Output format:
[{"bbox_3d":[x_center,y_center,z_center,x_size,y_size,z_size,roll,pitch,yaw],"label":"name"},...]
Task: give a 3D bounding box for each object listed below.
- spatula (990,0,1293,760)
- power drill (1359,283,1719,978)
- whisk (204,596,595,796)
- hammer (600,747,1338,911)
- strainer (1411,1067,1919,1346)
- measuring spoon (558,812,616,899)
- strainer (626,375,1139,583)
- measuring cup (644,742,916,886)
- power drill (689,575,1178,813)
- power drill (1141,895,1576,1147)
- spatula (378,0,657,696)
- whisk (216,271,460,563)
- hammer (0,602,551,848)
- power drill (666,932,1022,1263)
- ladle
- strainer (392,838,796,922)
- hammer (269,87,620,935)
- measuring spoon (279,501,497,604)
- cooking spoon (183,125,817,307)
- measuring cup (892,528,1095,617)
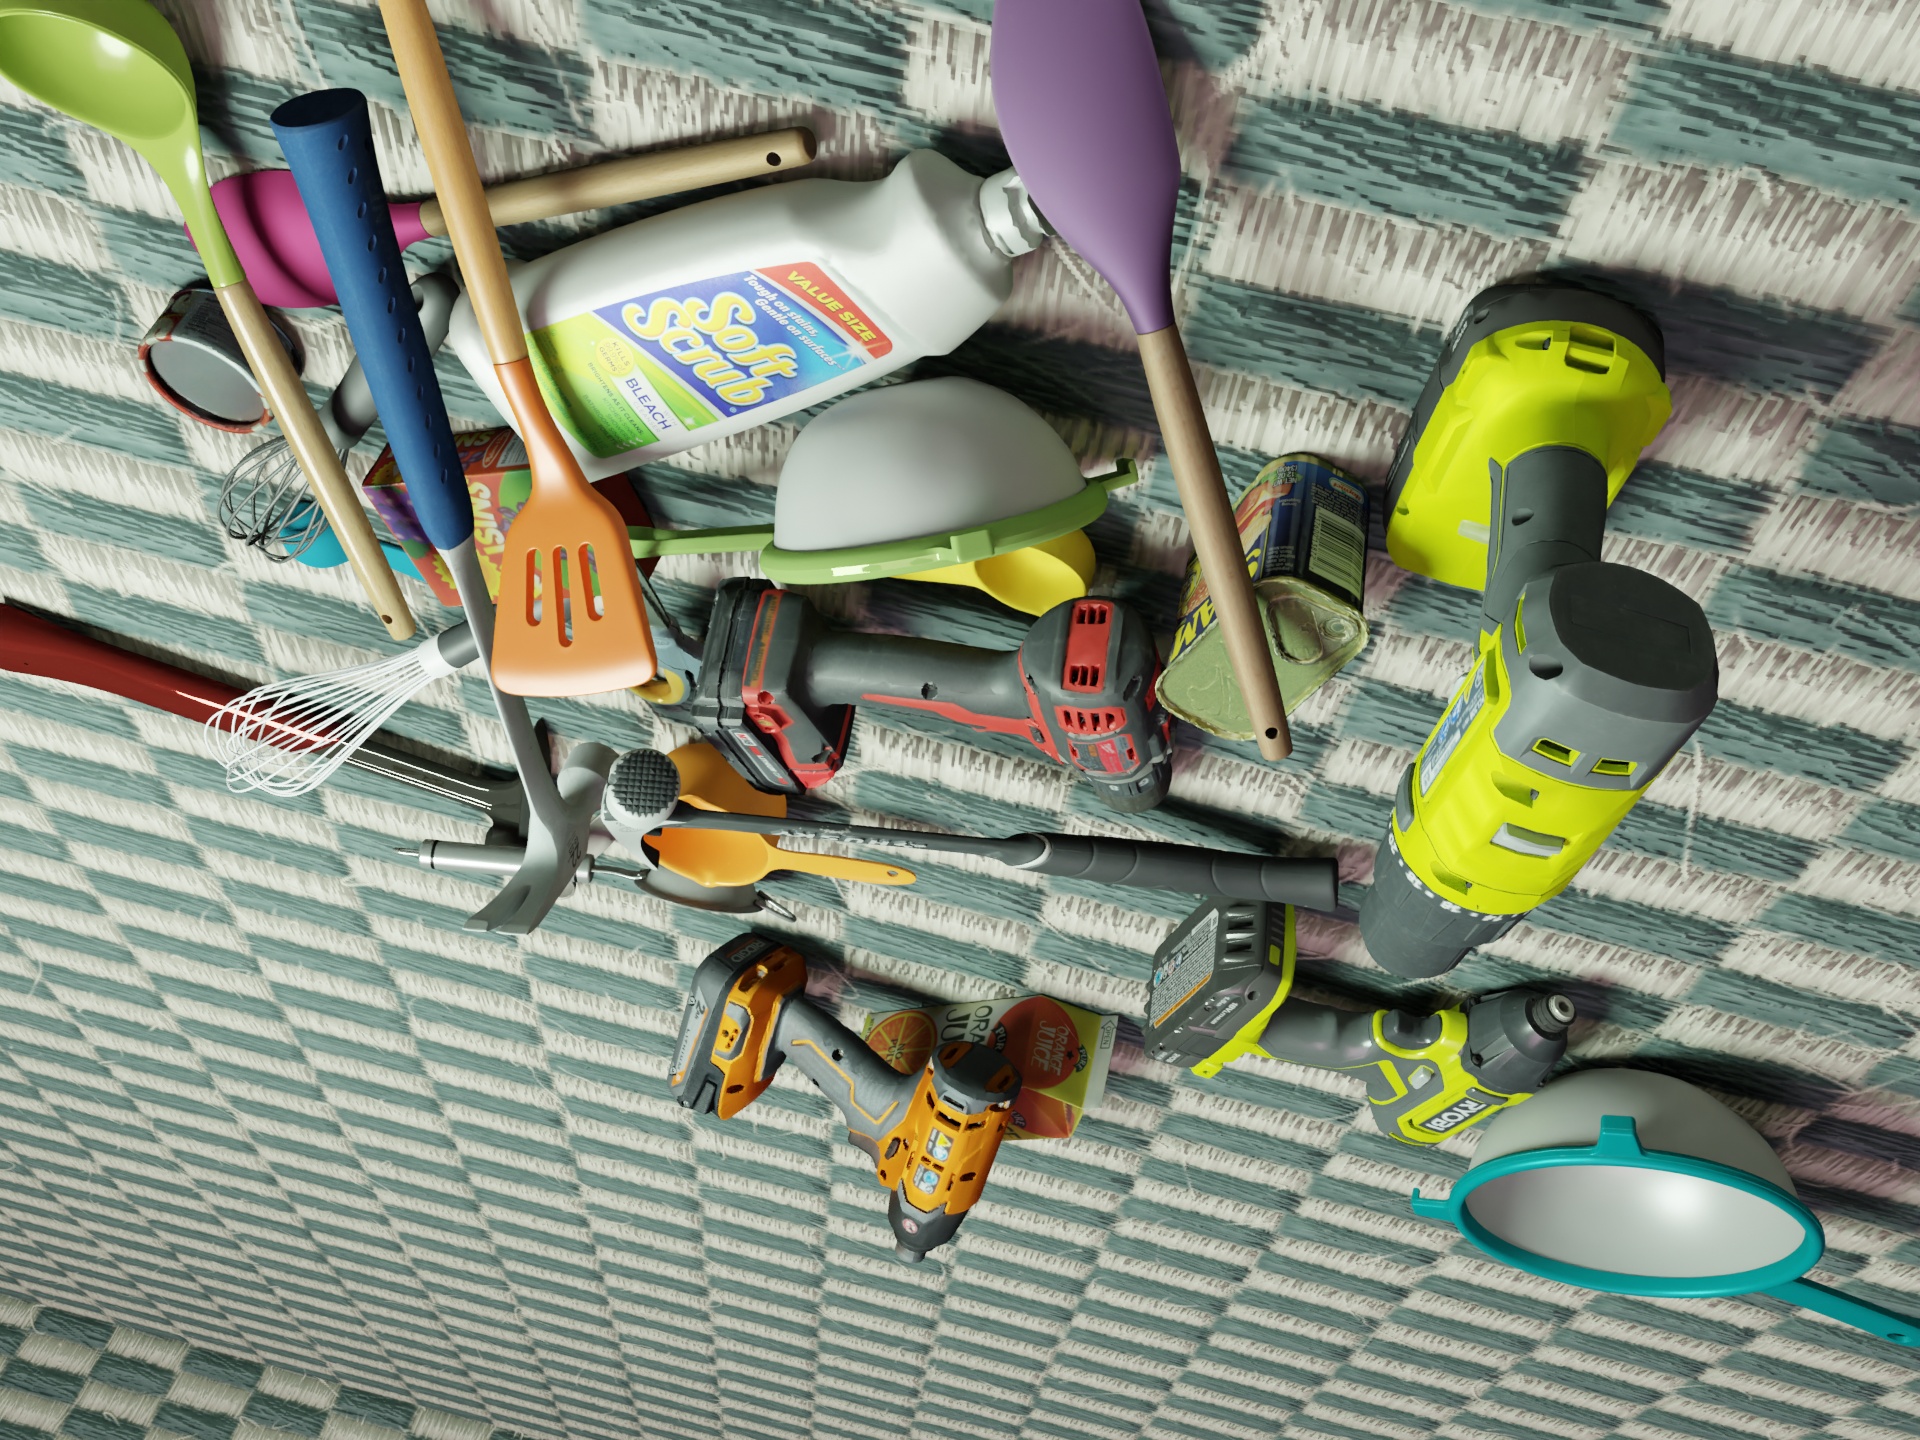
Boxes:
[{"bbox_3d":[0.079,-0.123,0.601,0.060,0.018,0.315,-15,112,15],"label":"spatula"},{"bbox_3d":[0.198,-0.031,0.585,0.080,0.229,0.190,15,142,1],"label":"power drill"},{"bbox_3d":[-0.314,-0.025,0.889,0.284,0.070,0.070,-24,128,22],"label":"whisk"},{"bbox_3d":[0.015,0.070,0.853,0.408,0.036,0.149,7,164,-12],"label":"hammer"},{"bbox_3d":[0.474,0.302,1.006,0.340,0.095,0.211,23,144,-12],"label":"strainer"},{"bbox_3d":[-0.251,0.084,1.062,0.034,0.018,0.124,33,132,-20],"label":"measuring spoon"},{"bbox_3d":[-0.061,-0.108,0.696,0.256,0.151,0.069,0,109,32],"label":"strainer"},{"bbox_3d":[-0.107,0.061,0.950,0.173,0.052,0.095,10,141,5],"label":"measuring cup"},{"bbox_3d":[-0.001,-0.003,0.802,0.227,0.080,0.187,3,158,15],"label":"power drill"},{"bbox_3d":[0.238,0.180,0.957,0.223,0.080,0.171,19,143,-10],"label":"power drill"},{"bbox_3d":[-0.187,-0.163,0.622,0.081,0.041,0.322,-3,115,19],"label":"spatula"},{"bbox_3d":[-0.301,-0.145,0.771,0.055,0.055,0.239,37,135,-24],"label":"whisk"},{"bbox_3d":[-0.435,-0.004,0.997,0.359,0.037,0.149,20,142,-5],"label":"hammer"},{"bbox_3d":[-0.082,0.258,1.070,0.226,0.084,0.164,25,113,18],"label":"power drill"},{"bbox_3d":[-0.317,-0.163,0.700,0.078,0.062,0.319,1,128,22],"label":"ladle"},{"bbox_3d":[-0.231,0.093,1.012,0.258,0.087,0.050,5,97,-3],"label":"strainer"},{"bbox_3d":[-0.229,-0.073,0.723,0.035,0.144,0.405,3,131,10],"label":"hammer"},{"bbox_3d":[-0.312,-0.082,0.869,0.128,0.021,0.042,20,142,-4],"label":"measuring spoon"},{"bbox_3d":[-0.204,-0.216,0.671,0.319,0.017,0.068,-2,138,23],"label":"cooking spoon"},{"bbox_3d":[-0.008,-0.083,0.766,0.156,0.029,0.062,10,153,27],"label":"measuring cup"}]
